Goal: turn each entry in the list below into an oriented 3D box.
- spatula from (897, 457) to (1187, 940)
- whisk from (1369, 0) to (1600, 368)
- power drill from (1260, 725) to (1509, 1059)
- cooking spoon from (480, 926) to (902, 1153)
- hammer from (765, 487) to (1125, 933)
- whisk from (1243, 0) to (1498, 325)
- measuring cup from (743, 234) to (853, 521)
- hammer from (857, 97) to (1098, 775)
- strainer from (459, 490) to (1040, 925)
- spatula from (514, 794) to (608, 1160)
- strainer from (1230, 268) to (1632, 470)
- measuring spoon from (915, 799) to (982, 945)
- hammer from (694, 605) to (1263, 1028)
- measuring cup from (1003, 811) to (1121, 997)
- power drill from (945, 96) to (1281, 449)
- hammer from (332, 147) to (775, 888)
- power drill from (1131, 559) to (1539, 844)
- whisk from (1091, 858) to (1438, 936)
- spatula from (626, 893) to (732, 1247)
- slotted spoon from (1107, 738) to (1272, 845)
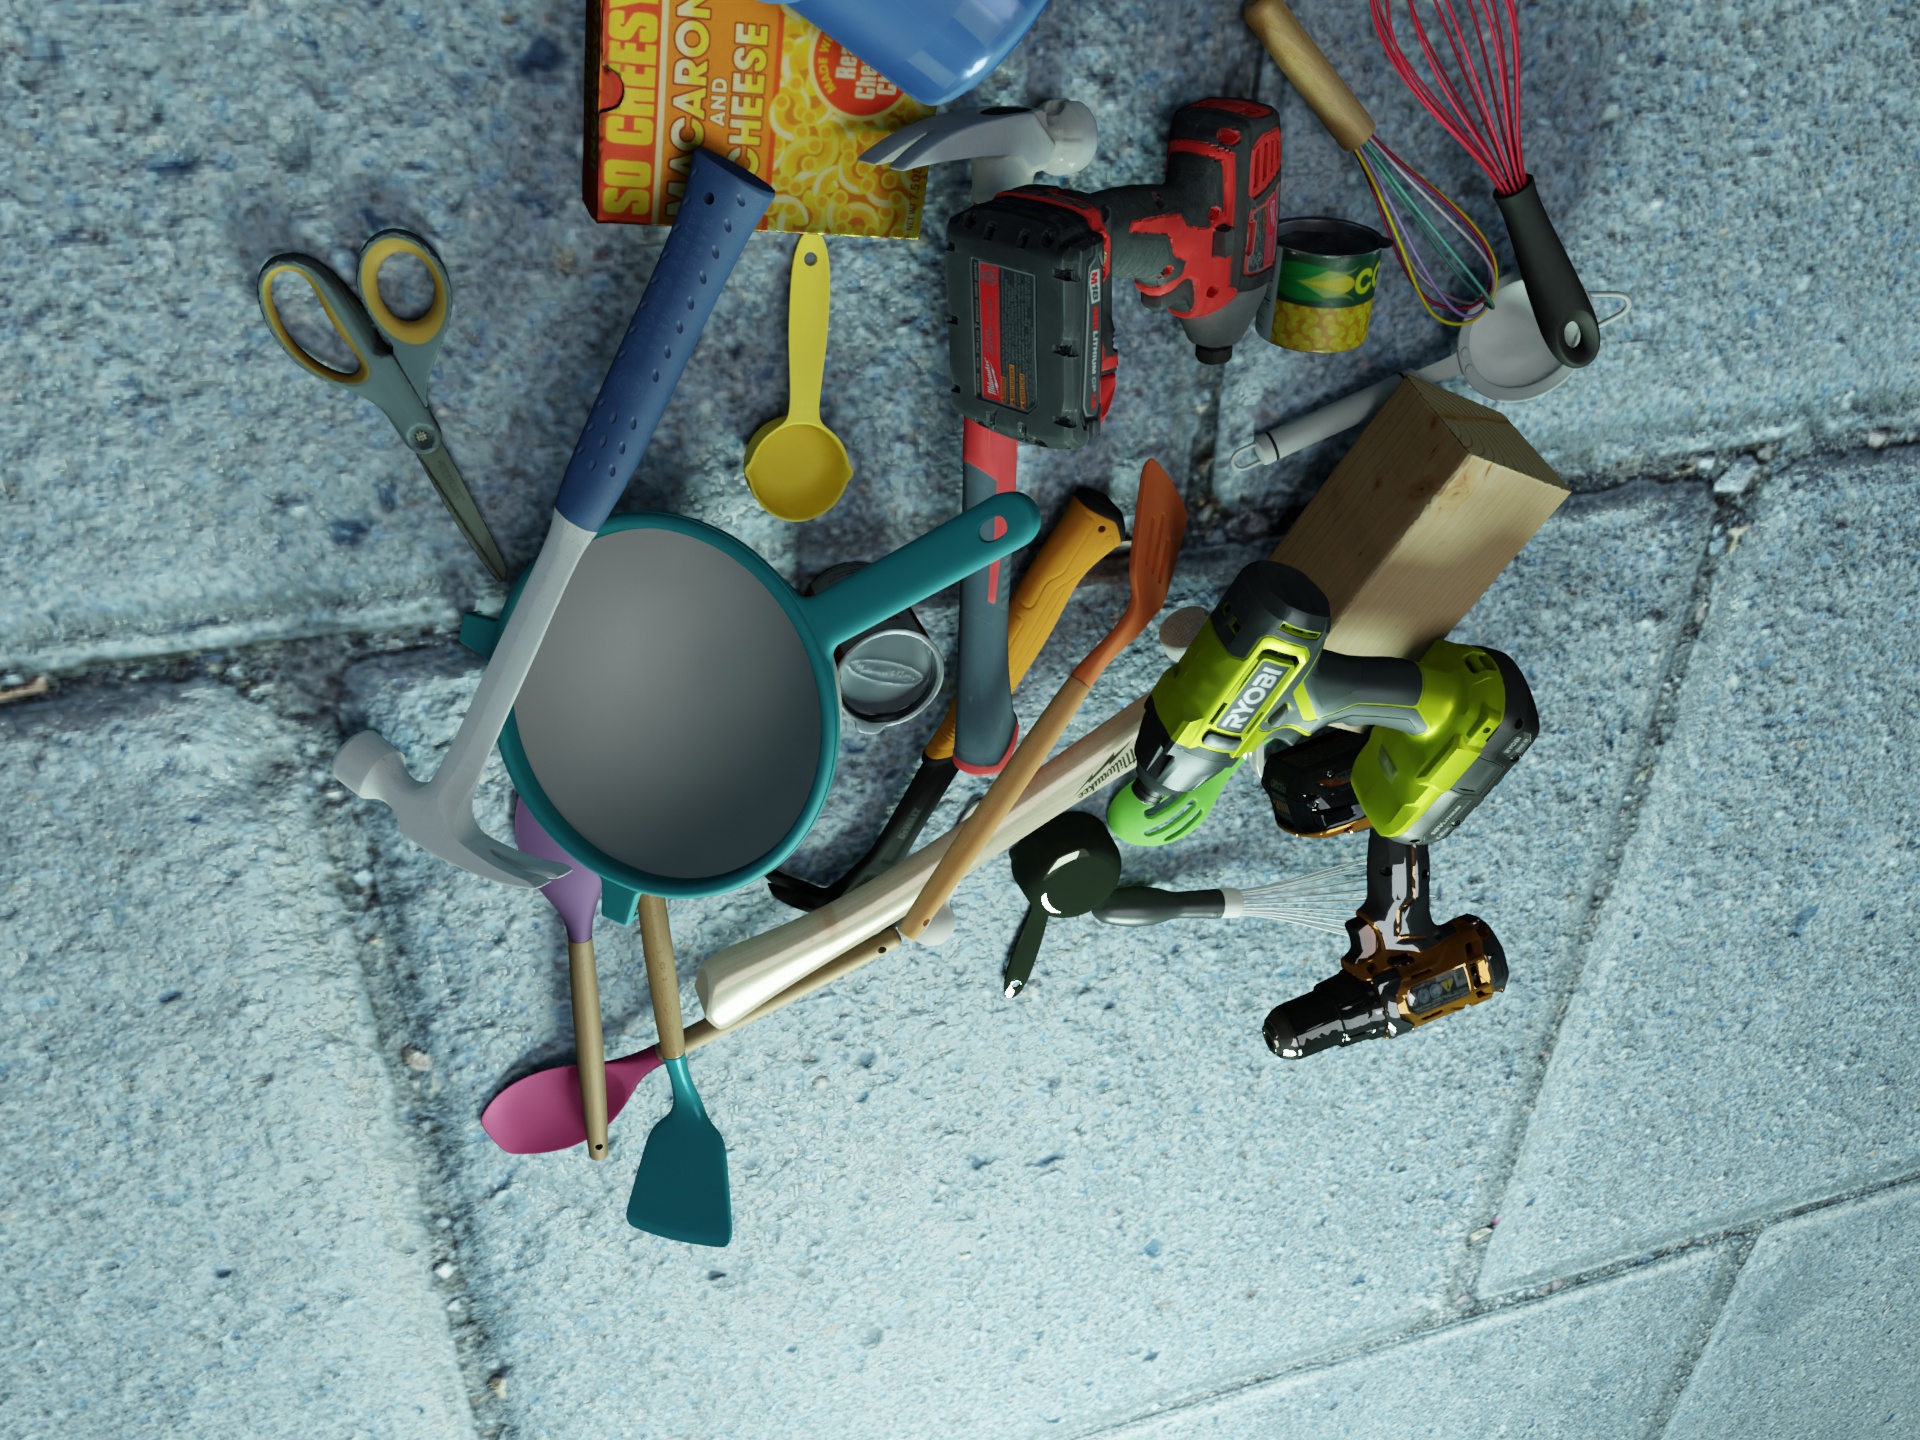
[{"bbox_3d":[0.052,-0.007,0.965,0.322,0.041,0.081,-55,148,-2],"label":"spatula"},{"bbox_3d":[0.304,-0.316,0.892,0.073,0.073,0.295,-36,122,3],"label":"whisk"},{"bbox_3d":[0.285,0.128,1.150,0.185,0.084,0.226,-20,103,-9],"label":"power drill"},{"bbox_3d":[-0.183,0.217,1.088,0.319,0.017,0.068,-27,117,5],"label":"cooking spoon"},{"bbox_3d":[-0.002,-0.003,1.021,0.127,0.034,0.336,18,114,-33],"label":"hammer"},{"bbox_3d":[0.234,-0.309,0.895,0.047,0.051,0.244,-34,125,27],"label":"whisk"},{"bbox_3d":[-0.088,-0.188,0.868,0.062,0.029,0.156,-3,112,-21],"label":"measuring cup"},{"bbox_3d":[0.006,-0.133,0.879,0.143,0.038,0.386,-27,131,-39],"label":"hammer"},{"bbox_3d":[-0.095,-0.040,0.859,0.340,0.095,0.211,-26,92,22],"label":"strainer"},{"bbox_3d":[-0.247,0.161,1.028,0.059,0.018,0.315,-7,119,-16],"label":"spatula"},{"bbox_3d":[0.286,-0.215,0.992,0.258,0.050,0.086,-24,121,2],"label":"strainer"},{"bbox_3d":[-0.004,0.110,1.108,0.034,0.018,0.124,7,119,-27],"label":"measuring spoon"},{"bbox_3d":[0.012,0.085,1.045,0.410,0.038,0.146,-32,132,0],"label":"hammer"},{"bbox_3d":[0.065,0.144,1.146,0.083,0.038,0.167,5,119,-25],"label":"measuring cup"},{"bbox_3d":[0.092,-0.229,0.830,0.220,0.079,0.143,-36,137,-37],"label":"power drill"},{"bbox_3d":[-0.196,-0.091,0.813,0.144,0.035,0.405,35,112,10],"label":"hammer"},{"bbox_3d":[0.223,0.002,0.975,0.223,0.080,0.171,13,128,-26],"label":"power drill"},{"bbox_3d":[0.232,0.137,1.204,0.284,0.070,0.070,0,123,-17],"label":"whisk"},{"bbox_3d":[-0.196,0.203,1.045,0.082,0.044,0.317,6,115,20],"label":"spatula"},{"bbox_3d":[0.236,-0.011,1.121,0.314,0.031,0.070,-39,126,4],"label":"slotted spoon"}]
